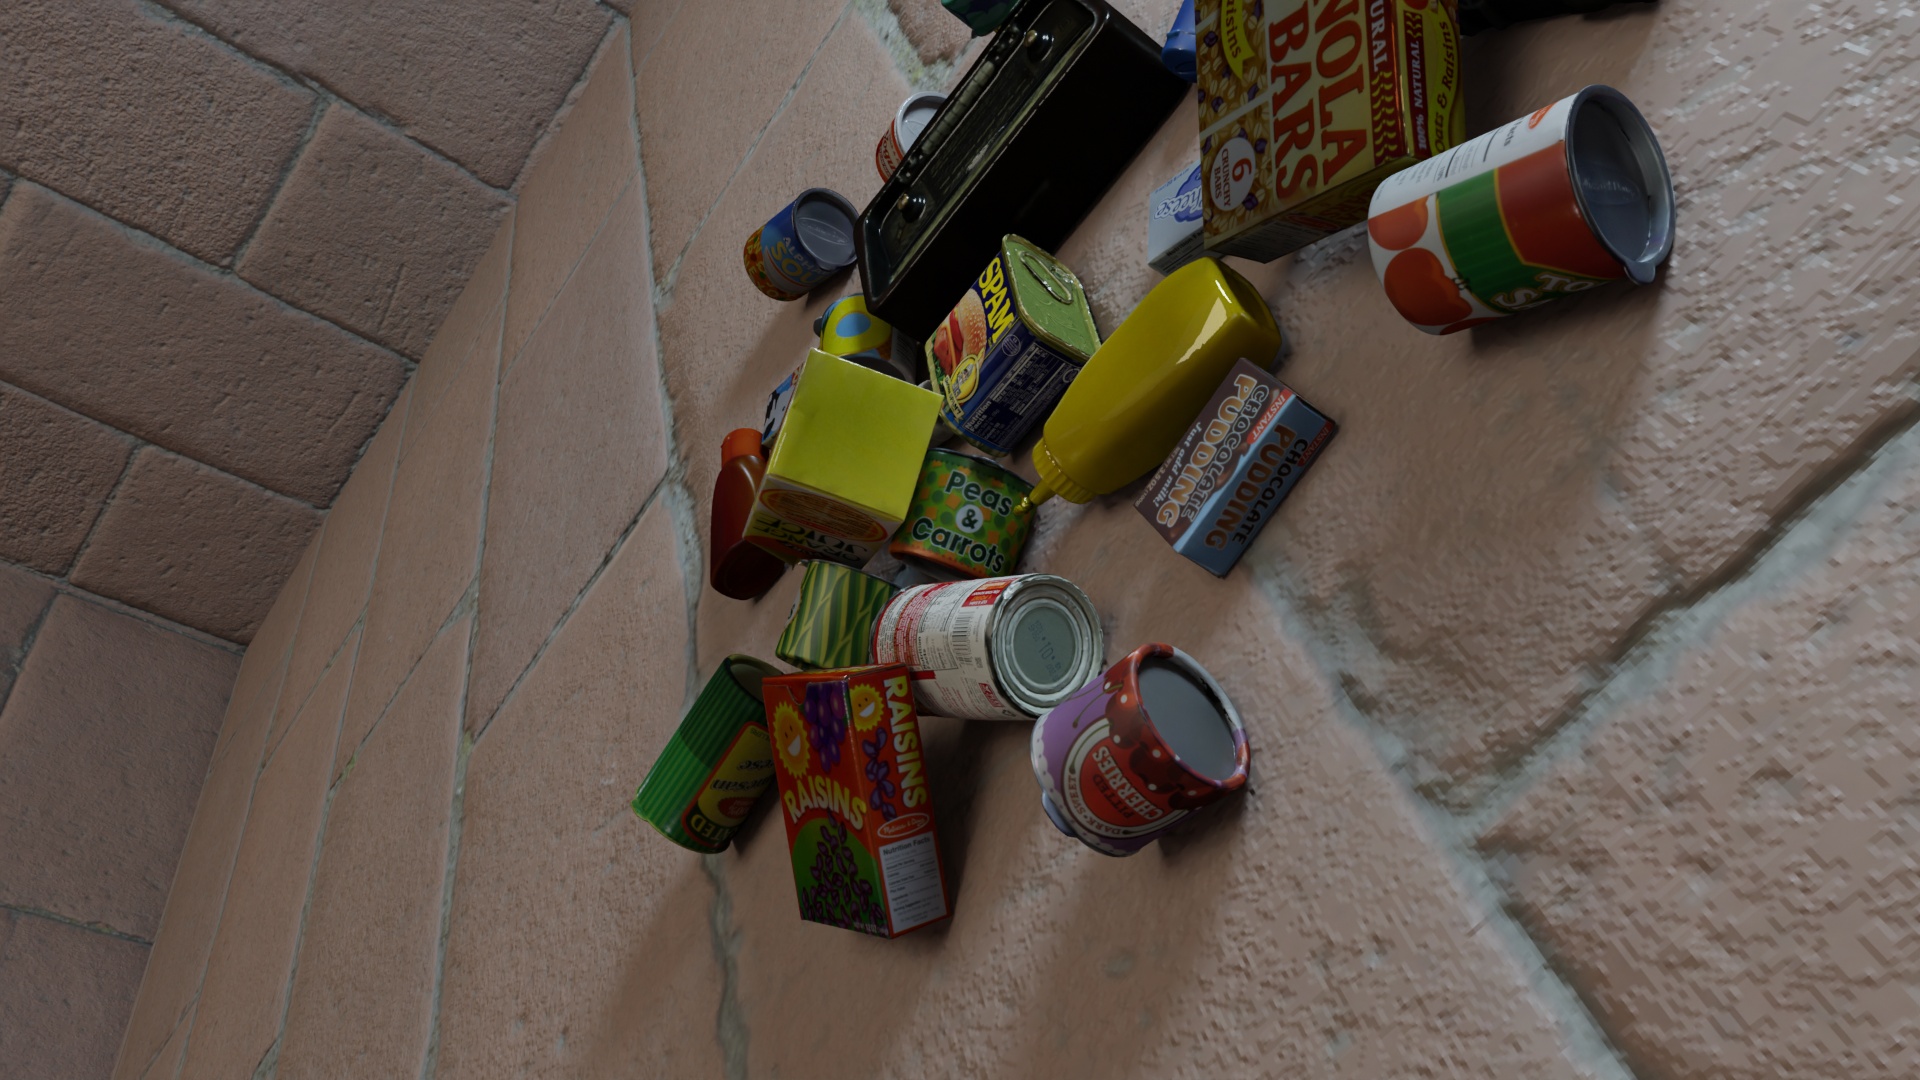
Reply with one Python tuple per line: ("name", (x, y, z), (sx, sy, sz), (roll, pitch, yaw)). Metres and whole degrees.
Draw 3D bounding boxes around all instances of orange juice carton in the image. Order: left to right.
("orange juice carton", (-0.071, -0.033, 0.766), (0.192, 0.073, 0.072), (138, 151, -72))

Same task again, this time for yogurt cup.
("yogurt cup", (-0.026, -0.282, 1.004), (0.054, 0.072, 0.072), (-19, 50, 61))

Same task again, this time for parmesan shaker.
("parmesan shaker", (-0.143, 0.128, 0.839), (0.103, 0.071, 0.071), (-56, 30, 11))

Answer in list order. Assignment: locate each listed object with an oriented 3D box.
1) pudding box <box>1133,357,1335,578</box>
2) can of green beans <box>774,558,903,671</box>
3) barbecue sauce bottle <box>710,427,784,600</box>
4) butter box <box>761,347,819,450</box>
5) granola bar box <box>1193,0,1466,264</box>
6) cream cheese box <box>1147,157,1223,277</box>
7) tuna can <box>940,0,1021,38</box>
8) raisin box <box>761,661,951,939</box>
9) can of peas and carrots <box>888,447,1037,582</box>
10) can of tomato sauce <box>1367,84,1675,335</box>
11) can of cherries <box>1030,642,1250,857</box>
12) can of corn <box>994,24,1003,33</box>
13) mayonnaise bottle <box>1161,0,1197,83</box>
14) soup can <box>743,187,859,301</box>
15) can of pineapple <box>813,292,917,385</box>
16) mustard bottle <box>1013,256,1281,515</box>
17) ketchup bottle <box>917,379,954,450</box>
("pudding box", (0.118, -0.031, 0.602), (0.083, 0.030, 0.050), (-55, 31, 13))
("can of green beans", (-0.065, 0.049, 0.786), (0.071, 0.071, 0.058), (0, 66, 58))
("barbecue sauce bottle", (-0.156, -0.026, 1.016), (0.064, 0.043, 0.149), (-47, 32, 26))
("butter box", (-0.108, -0.110, 1.028), (0.103, 0.024, 0.053), (-36, 39, 39))
("granola bar box", (0.154, -0.219, 0.601), (0.124, 0.039, 0.165), (-15, 74, 60))
("cream cheese box", (0.138, -0.176, 0.695), (0.103, 0.024, 0.053), (-29, 44, 44))
("tuna can", (0.018, -0.356, 0.882), (0.070, 0.033, 0.071), (-41, 31, 32))
("raisin box", (-0.053, 0.123, 0.675), (0.086, 0.040, 0.123), (-11, 88, 55))
("can of peas and carrots", (0.003, -0.009, 0.726), (0.071, 0.071, 0.059), (6, 72, 59))
("can of tomato sauce", (0.202, -0.115, 0.504), (0.083, 0.071, 0.071), (-16, 53, 53))
("can of cherries", (0.070, 0.083, 0.543), (0.058, 0.071, 0.072), (-41, 36, 32))
("can of corn", (0.053, -0.360, 0.942), (0.071, 0.071, 0.058), (-52, 30, 18))
("mayonnaise bottle", (0.157, -0.329, 0.777), (0.065, 0.041, 0.148), (16, 81, 61))
("soup can", (-0.128, -0.235, 1.120), (0.083, 0.071, 0.071), (-21, 50, 51))
("can of pineapple", (-0.063, -0.121, 0.922), (0.070, 0.071, 0.058), (-37, 39, 38))
("mustard bottle", (0.080, -0.063, 0.667), (0.159, 0.049, 0.065), (-44, 39, 30))
("ketchup bottle", (-0.057, -0.052, 0.880), (0.148, 0.043, 0.065), (-32, 44, 41))
